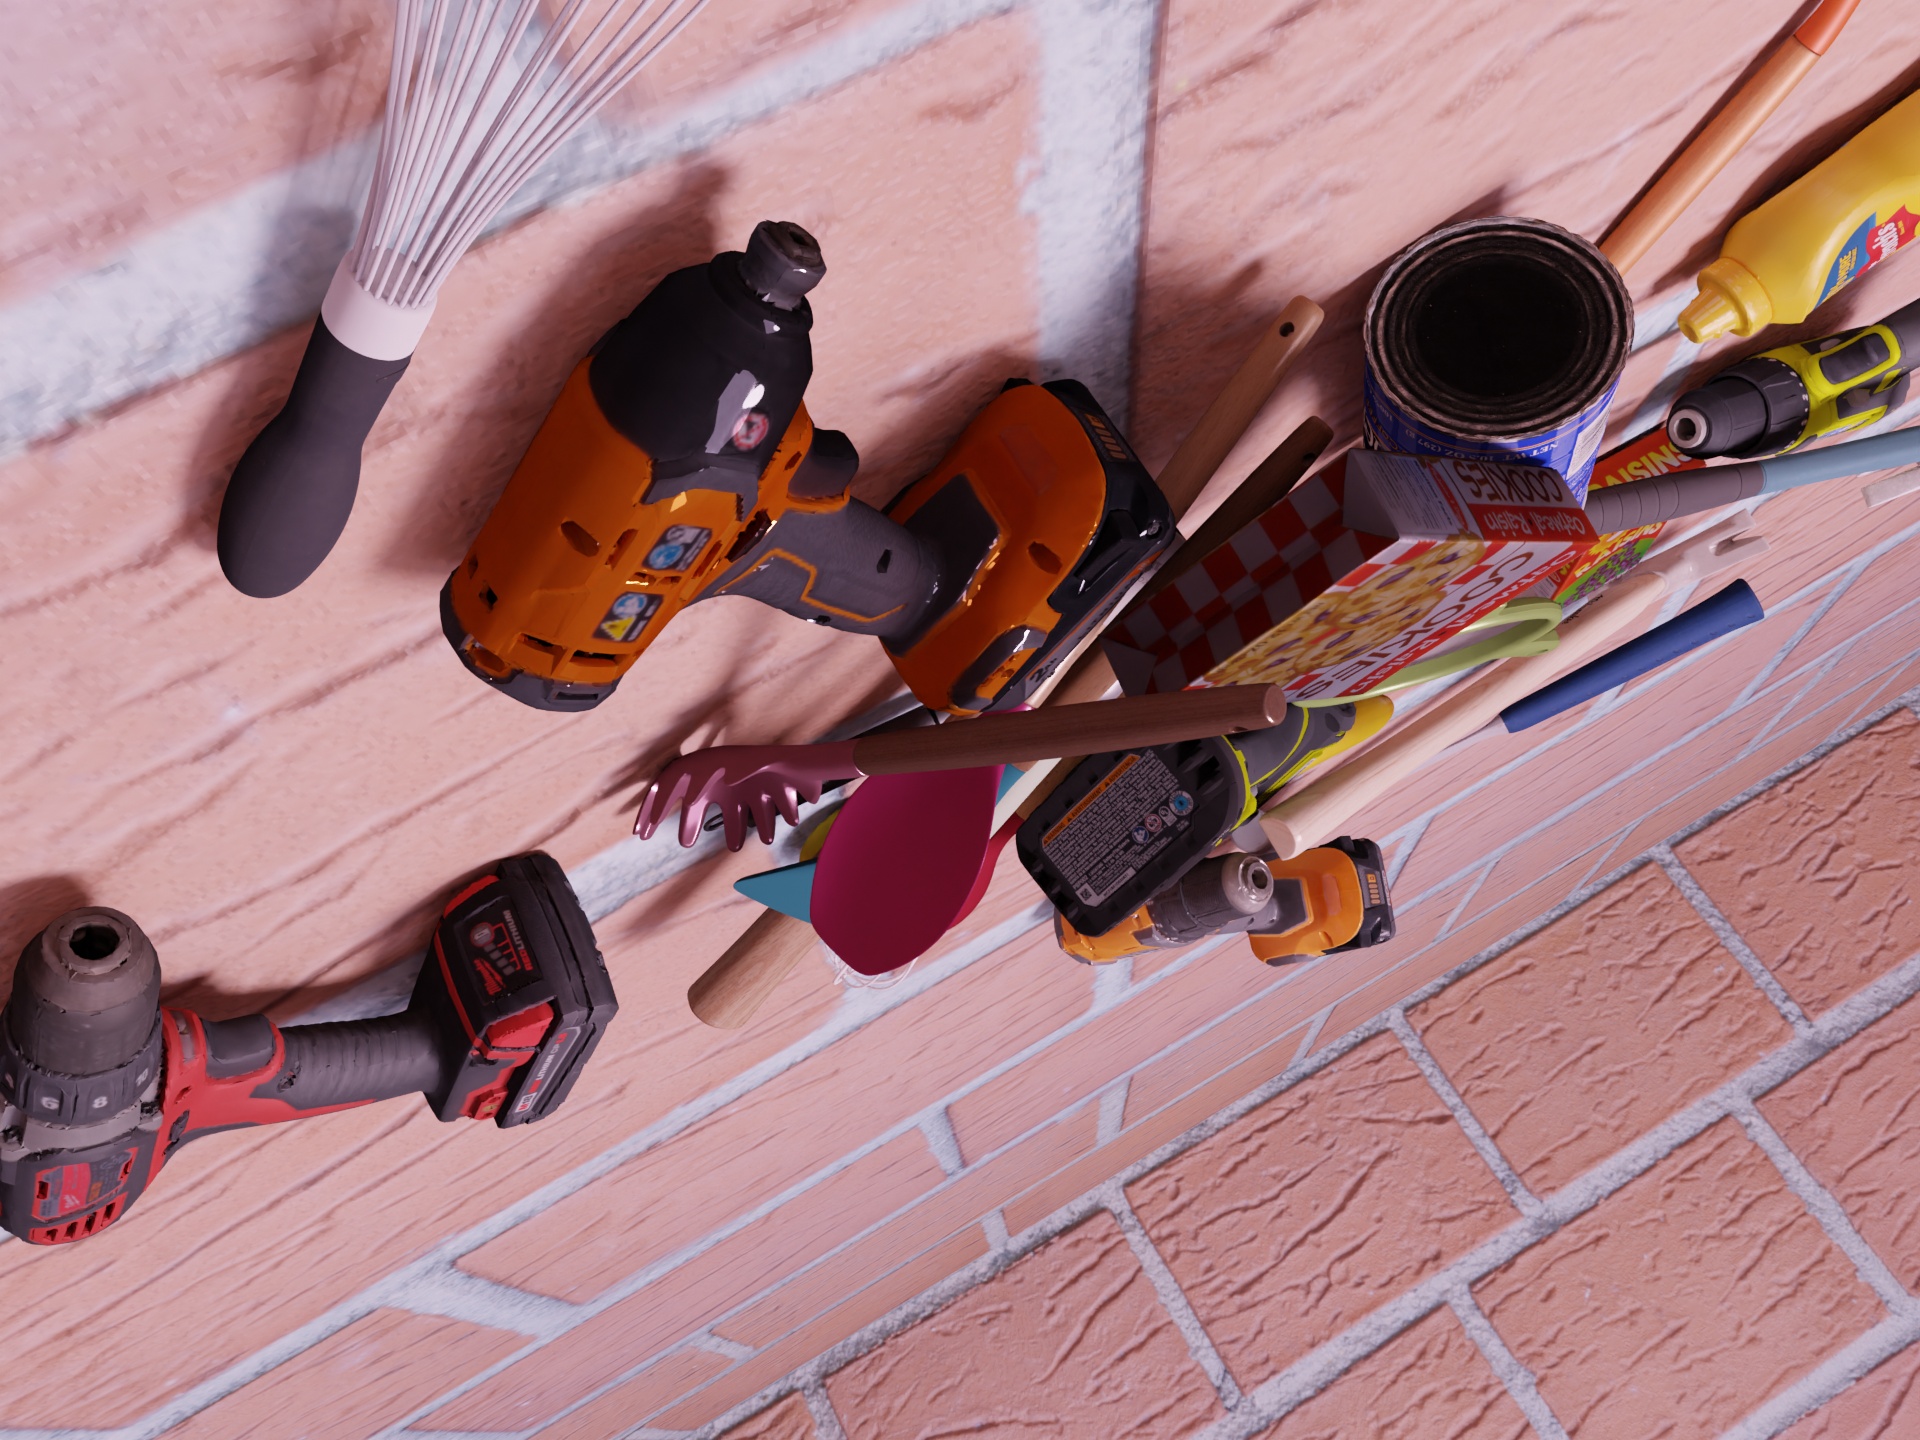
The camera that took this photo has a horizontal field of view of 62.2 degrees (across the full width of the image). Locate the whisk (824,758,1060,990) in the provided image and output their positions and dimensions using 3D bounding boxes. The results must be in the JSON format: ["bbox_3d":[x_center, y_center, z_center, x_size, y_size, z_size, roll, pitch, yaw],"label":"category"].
[{"bbox_3d":[-0.001,0.067,0.879,0.246,0.058,0.059,-50,172,27],"label":"whisk"}]

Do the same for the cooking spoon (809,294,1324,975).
[{"bbox_3d":[0.040,-0.029,0.626,0.319,0.069,0.017,-54,157,13],"label":"cooking spoon"}]

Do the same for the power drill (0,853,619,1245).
[{"bbox_3d":[-0.255,0.117,0.619,0.226,0.080,0.187,-9,147,-38],"label":"power drill"}]

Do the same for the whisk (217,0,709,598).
[{"bbox_3d":[-0.118,-0.115,0.351,0.070,0.070,0.284,-7,151,-45],"label":"whisk"}]

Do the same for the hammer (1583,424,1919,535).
[{"bbox_3d":[0.442,-0.137,0.914,0.331,0.033,0.128,-12,168,1],"label":"hammer"}]

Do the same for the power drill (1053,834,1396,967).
[{"bbox_3d":[0.205,0.126,1.116,0.226,0.084,0.185,2,163,-33],"label":"power drill"}]

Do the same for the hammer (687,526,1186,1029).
[{"bbox_3d":[-0.016,0.031,0.721,0.130,0.031,0.331,23,120,-39],"label":"hammer"}]

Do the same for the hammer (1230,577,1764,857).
[{"bbox_3d":[0.402,0.008,1.206,0.405,0.035,0.144,-29,160,16],"label":"hammer"}]

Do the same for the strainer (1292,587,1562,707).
[{"bbox_3d":[0.280,-0.065,0.914,0.151,0.069,0.256,-25,167,40],"label":"strainer"}]

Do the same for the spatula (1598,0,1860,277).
[{"bbox_3d":[0.345,-0.259,0.672,0.081,0.041,0.322,-13,151,-40],"label":"spatula"}]

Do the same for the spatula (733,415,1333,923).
[{"bbox_3d":[0.034,-0.009,0.665,0.082,0.044,0.317,29,111,-40],"label":"spatula"}]

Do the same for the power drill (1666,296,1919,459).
[{"bbox_3d":[0.528,-0.217,0.892,0.190,0.080,0.228,-18,171,-30],"label":"power drill"}]

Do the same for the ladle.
[{"bbox_3d":[0.051,0.035,0.904,0.069,0.031,0.315,-5,143,-49],"label":"ladle"}]

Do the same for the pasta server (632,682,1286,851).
[{"bbox_3d":[-0.017,0.019,0.588,0.316,0.040,0.060,-8,163,44],"label":"pasta server"}]

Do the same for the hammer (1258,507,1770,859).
[{"bbox_3d":[0.359,-0.024,1.046,0.410,0.038,0.146,-30,177,-25],"label":"hammer"}]

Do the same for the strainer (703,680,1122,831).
[{"bbox_3d":[-0.001,-0.002,0.748,0.258,0.050,0.087,-25,171,-9],"label":"strainer"}]

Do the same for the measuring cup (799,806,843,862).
[{"bbox_3d":[-0.021,0.033,0.820,0.156,0.029,0.062,-43,158,-5],"label":"measuring cup"}]

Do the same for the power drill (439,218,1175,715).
[{"bbox_3d":[-0.033,-0.073,0.515,0.226,0.084,0.164,1,140,-47],"label":"power drill"}]

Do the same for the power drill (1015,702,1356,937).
[{"bbox_3d":[0.131,0.047,0.935,0.171,0.080,0.223,-46,165,27],"label":"power drill"}]
